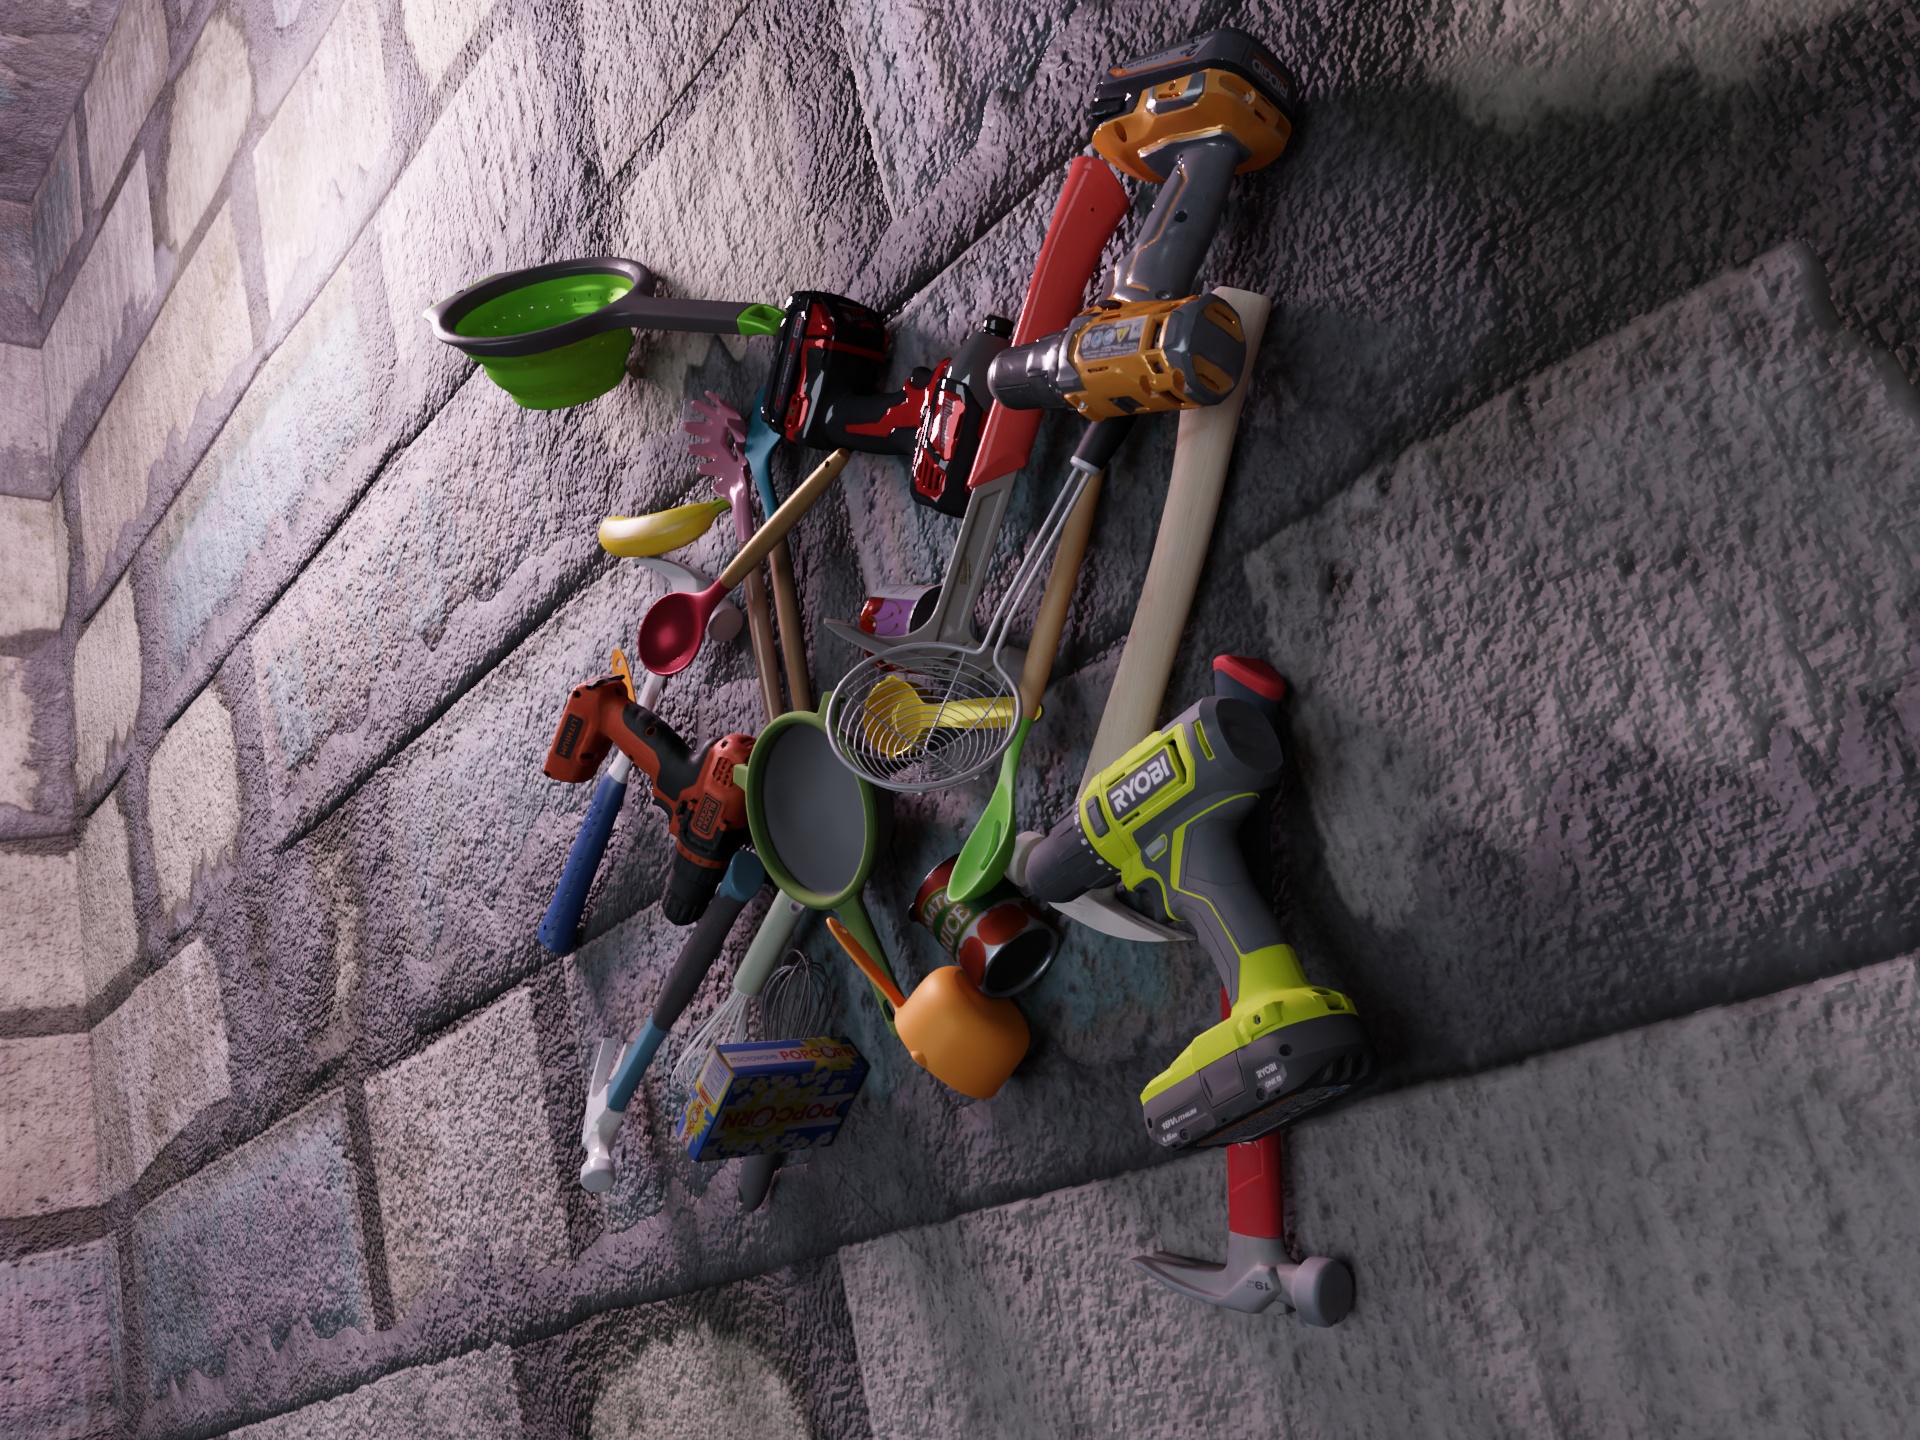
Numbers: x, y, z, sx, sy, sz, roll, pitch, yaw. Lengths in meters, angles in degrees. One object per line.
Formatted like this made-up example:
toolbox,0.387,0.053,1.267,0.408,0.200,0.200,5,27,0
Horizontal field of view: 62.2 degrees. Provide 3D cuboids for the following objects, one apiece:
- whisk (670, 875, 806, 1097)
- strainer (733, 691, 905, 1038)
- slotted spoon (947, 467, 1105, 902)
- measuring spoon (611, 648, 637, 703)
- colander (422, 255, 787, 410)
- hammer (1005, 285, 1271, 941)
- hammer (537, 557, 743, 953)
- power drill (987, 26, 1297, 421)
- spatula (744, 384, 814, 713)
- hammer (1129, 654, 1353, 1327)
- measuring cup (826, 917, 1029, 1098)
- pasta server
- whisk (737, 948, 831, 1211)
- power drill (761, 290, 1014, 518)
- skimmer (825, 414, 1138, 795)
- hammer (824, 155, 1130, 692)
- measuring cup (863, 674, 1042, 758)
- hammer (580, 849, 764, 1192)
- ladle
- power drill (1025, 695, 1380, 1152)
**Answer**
whisk,-0.176,0.221,1.291,0.246,0.057,0.059,-61,41,26
strainer,-0.072,0.111,1.195,0.151,0.069,0.256,-36,73,43
slotted spoon,0.050,-0.027,1.065,0.070,0.031,0.314,-176,103,-73
measuring spoon,-0.292,-0.016,1.416,0.021,0.011,0.117,-39,58,30
colander,-0.308,-0.338,1.444,0.397,0.204,0.094,12,131,30
hammer,0.134,-0.064,1.008,0.146,0.038,0.410,23,104,43
hammer,-0.314,0.038,1.466,0.144,0.035,0.405,43,117,38
power drill,0.107,-0.294,0.989,0.185,0.084,0.226,4,77,48
spatula,-0.138,-0.136,1.308,0.082,0.044,0.317,-15,81,45
hammer,0.162,0.155,0.963,0.143,0.038,0.386,-6,83,47
measuring cup,-0.023,0.181,1.100,0.174,0.095,0.052,44,104,21
pasta server,-0.181,-0.124,1.334,0.060,0.040,0.316,-21,74,43
whisk,-0.148,0.290,1.270,0.055,0.055,0.239,31,114,43
power drill,-0.045,-0.246,1.181,0.220,0.078,0.143,29,109,40
skimmer,0.040,-0.117,1.023,0.127,0.090,0.363,33,98,30
hammer,0.027,-0.205,1.081,0.037,0.149,0.359,-122,49,-81
measuring cup,-0.002,-0.004,1.160,0.156,0.029,0.062,-2,87,34
hammer,-0.247,0.244,1.348,0.331,0.033,0.128,-58,25,25
ladle,-0.174,-0.125,1.268,0.315,0.031,0.069,-38,67,44
power drill,0.129,0.124,0.918,0.190,0.080,0.229,-41,55,39
